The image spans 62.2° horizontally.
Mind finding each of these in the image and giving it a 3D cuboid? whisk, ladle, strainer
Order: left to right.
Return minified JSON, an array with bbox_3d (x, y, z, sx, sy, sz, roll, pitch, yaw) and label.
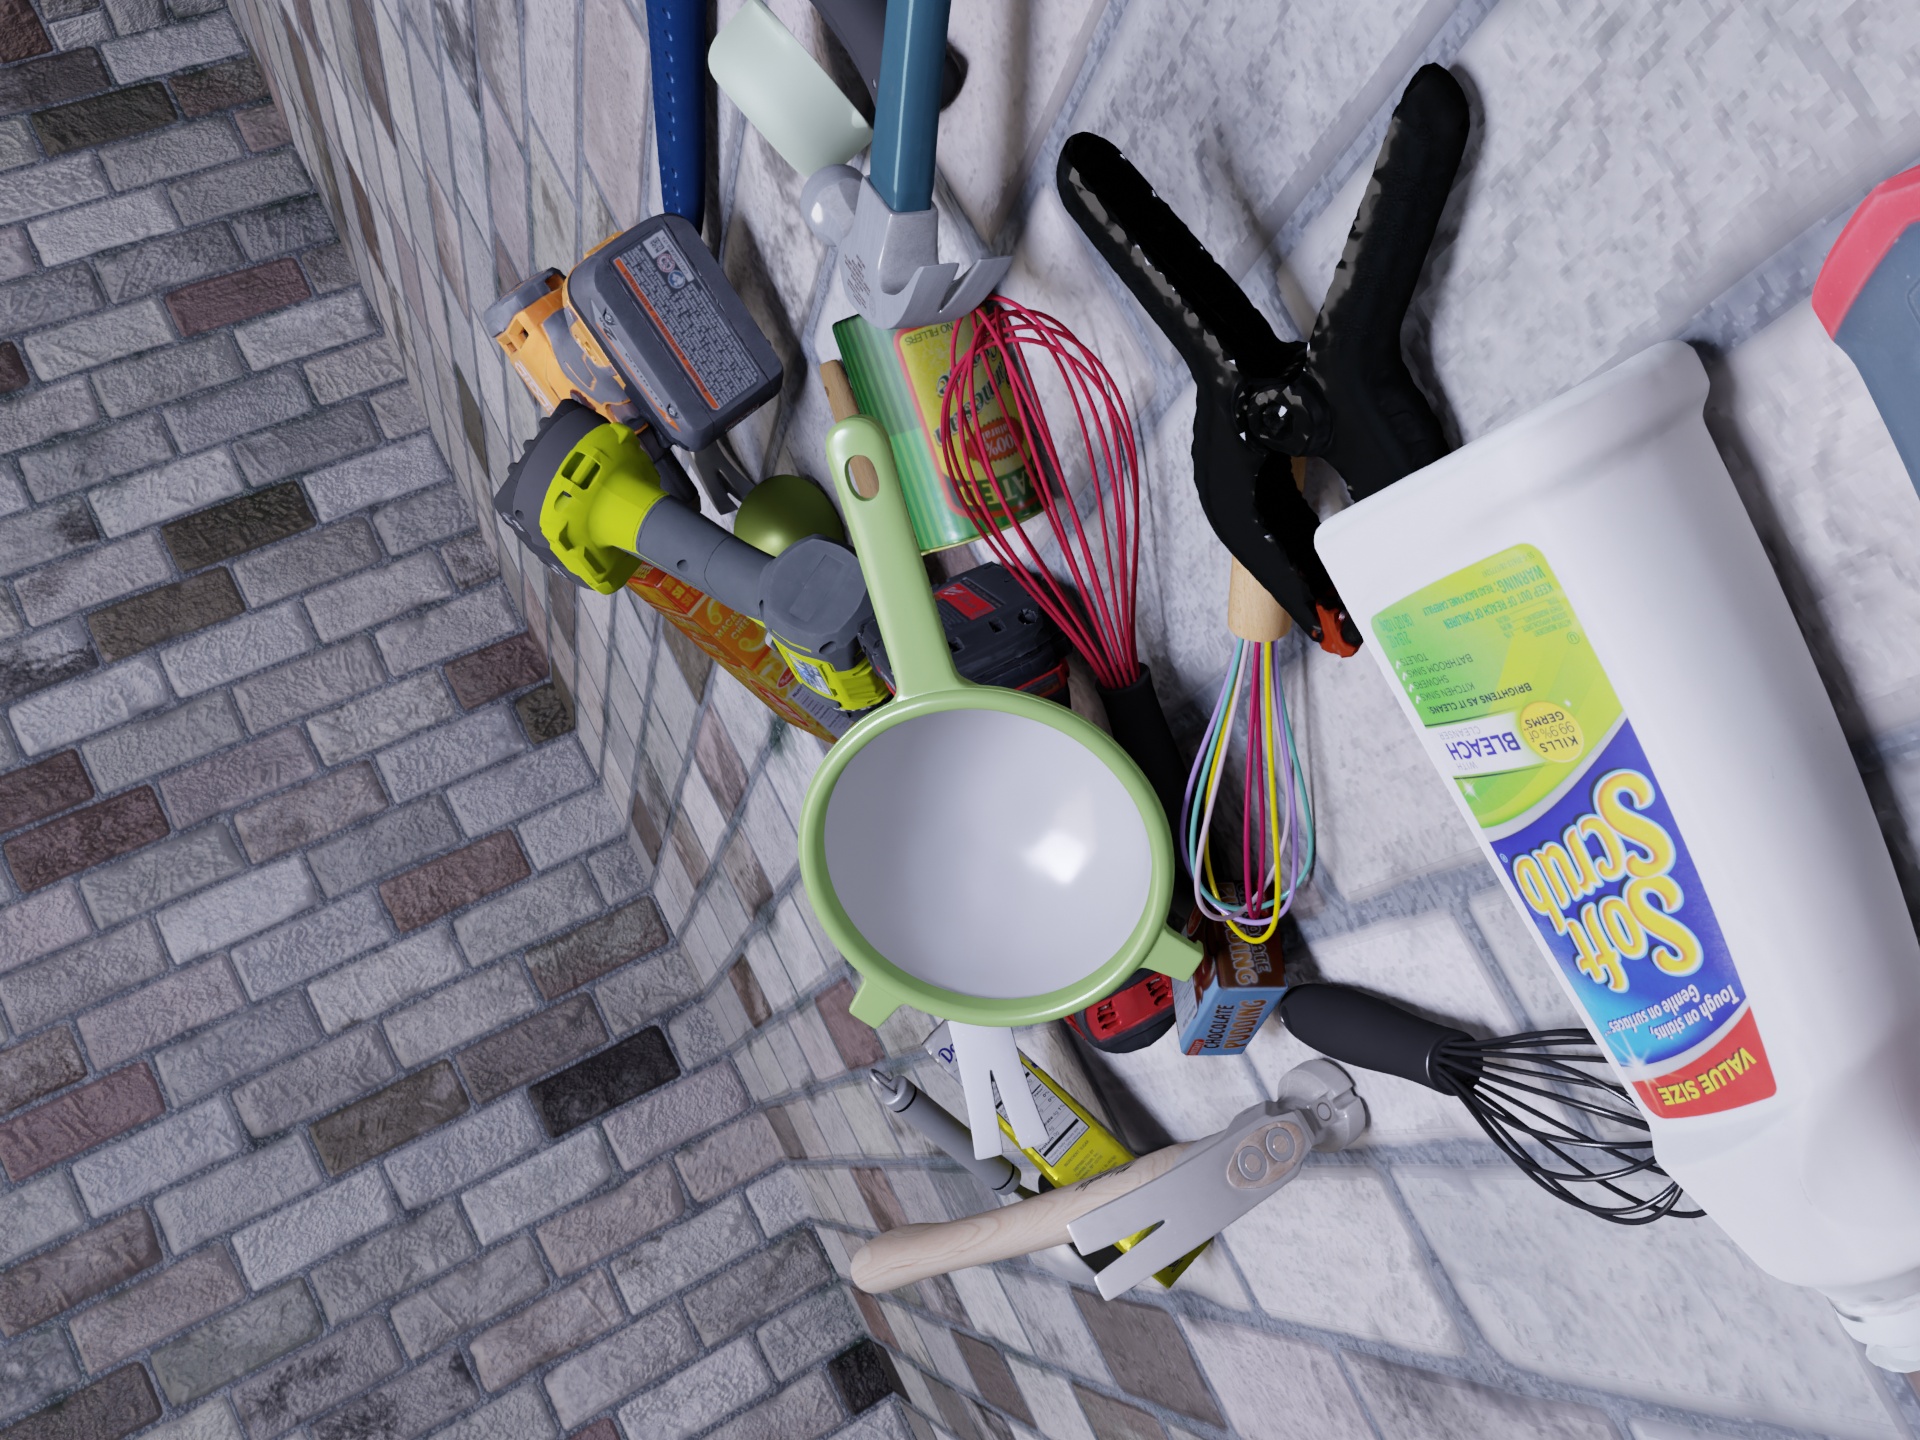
[{"bbox_3d":[-0.130,-0.098,1.109,0.078,0.062,0.320,57,168,0],"label":"ladle"},{"bbox_3d":[-0.016,-0.047,0.875,0.315,0.031,0.069,70,162,-7],"label":"ladle"},{"bbox_3d":[-0.001,-0.002,0.639,0.069,0.151,0.256,-62,-42,-66],"label":"strainer"},{"bbox_3d":[0.029,0.275,0.942,0.258,0.050,0.087,45,-170,-28],"label":"strainer"},{"bbox_3d":[0.059,-0.034,0.643,0.073,0.073,0.295,33,150,58],"label":"whisk"},{"bbox_3d":[0.107,-0.014,0.560,0.047,0.051,0.244,-82,-9,-52],"label":"whisk"},{"bbox_3d":[0.172,0.121,0.551,0.055,0.055,0.239,67,165,-6],"label":"whisk"}]

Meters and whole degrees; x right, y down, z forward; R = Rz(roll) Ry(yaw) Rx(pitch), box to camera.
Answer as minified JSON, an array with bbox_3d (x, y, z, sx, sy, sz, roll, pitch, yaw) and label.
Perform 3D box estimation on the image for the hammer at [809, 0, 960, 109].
[{"bbox_3d":[-0.094,-0.372,0.664,0.335,0.035,0.146,58,161,20],"label":"hammer"}]

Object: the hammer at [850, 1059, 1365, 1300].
[{"bbox_3d":[0.025,0.257,0.795,0.038,0.146,0.410,62,146,10],"label":"hammer"}]

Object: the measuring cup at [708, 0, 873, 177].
[{"bbox_3d":[-0.093,-0.277,0.643,0.083,0.038,0.167,53,-168,24],"label":"measuring cup"}]

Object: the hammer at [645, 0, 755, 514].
[{"bbox_3d":[-0.162,-0.281,0.959,0.144,0.035,0.405,58,160,20],"label":"hammer"}]

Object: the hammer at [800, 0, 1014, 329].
[{"bbox_3d":[-0.009,-0.270,0.492,0.330,0.033,0.128,100,150,-46],"label":"hammer"}]

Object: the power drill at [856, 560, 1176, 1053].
[{"bbox_3d":[0.032,0.042,0.767,0.219,0.078,0.143,67,173,-19],"label":"power drill"}]

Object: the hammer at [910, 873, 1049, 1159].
[{"bbox_3d":[0.003,0.126,0.861,0.337,0.034,0.127,-124,19,-87],"label":"hammer"}]

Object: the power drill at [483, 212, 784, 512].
[{"bbox_3d":[-0.191,-0.198,0.964,0.185,0.084,0.226,57,156,-20],"label":"power drill"}]

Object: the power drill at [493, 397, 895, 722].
[{"bbox_3d":[-0.132,-0.077,0.903,0.228,0.080,0.190,29,168,12],"label":"power drill"}]

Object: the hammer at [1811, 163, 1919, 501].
[{"bbox_3d":[0.248,0.078,0.298,0.143,0.038,0.386,5,118,67],"label":"hammer"}]
